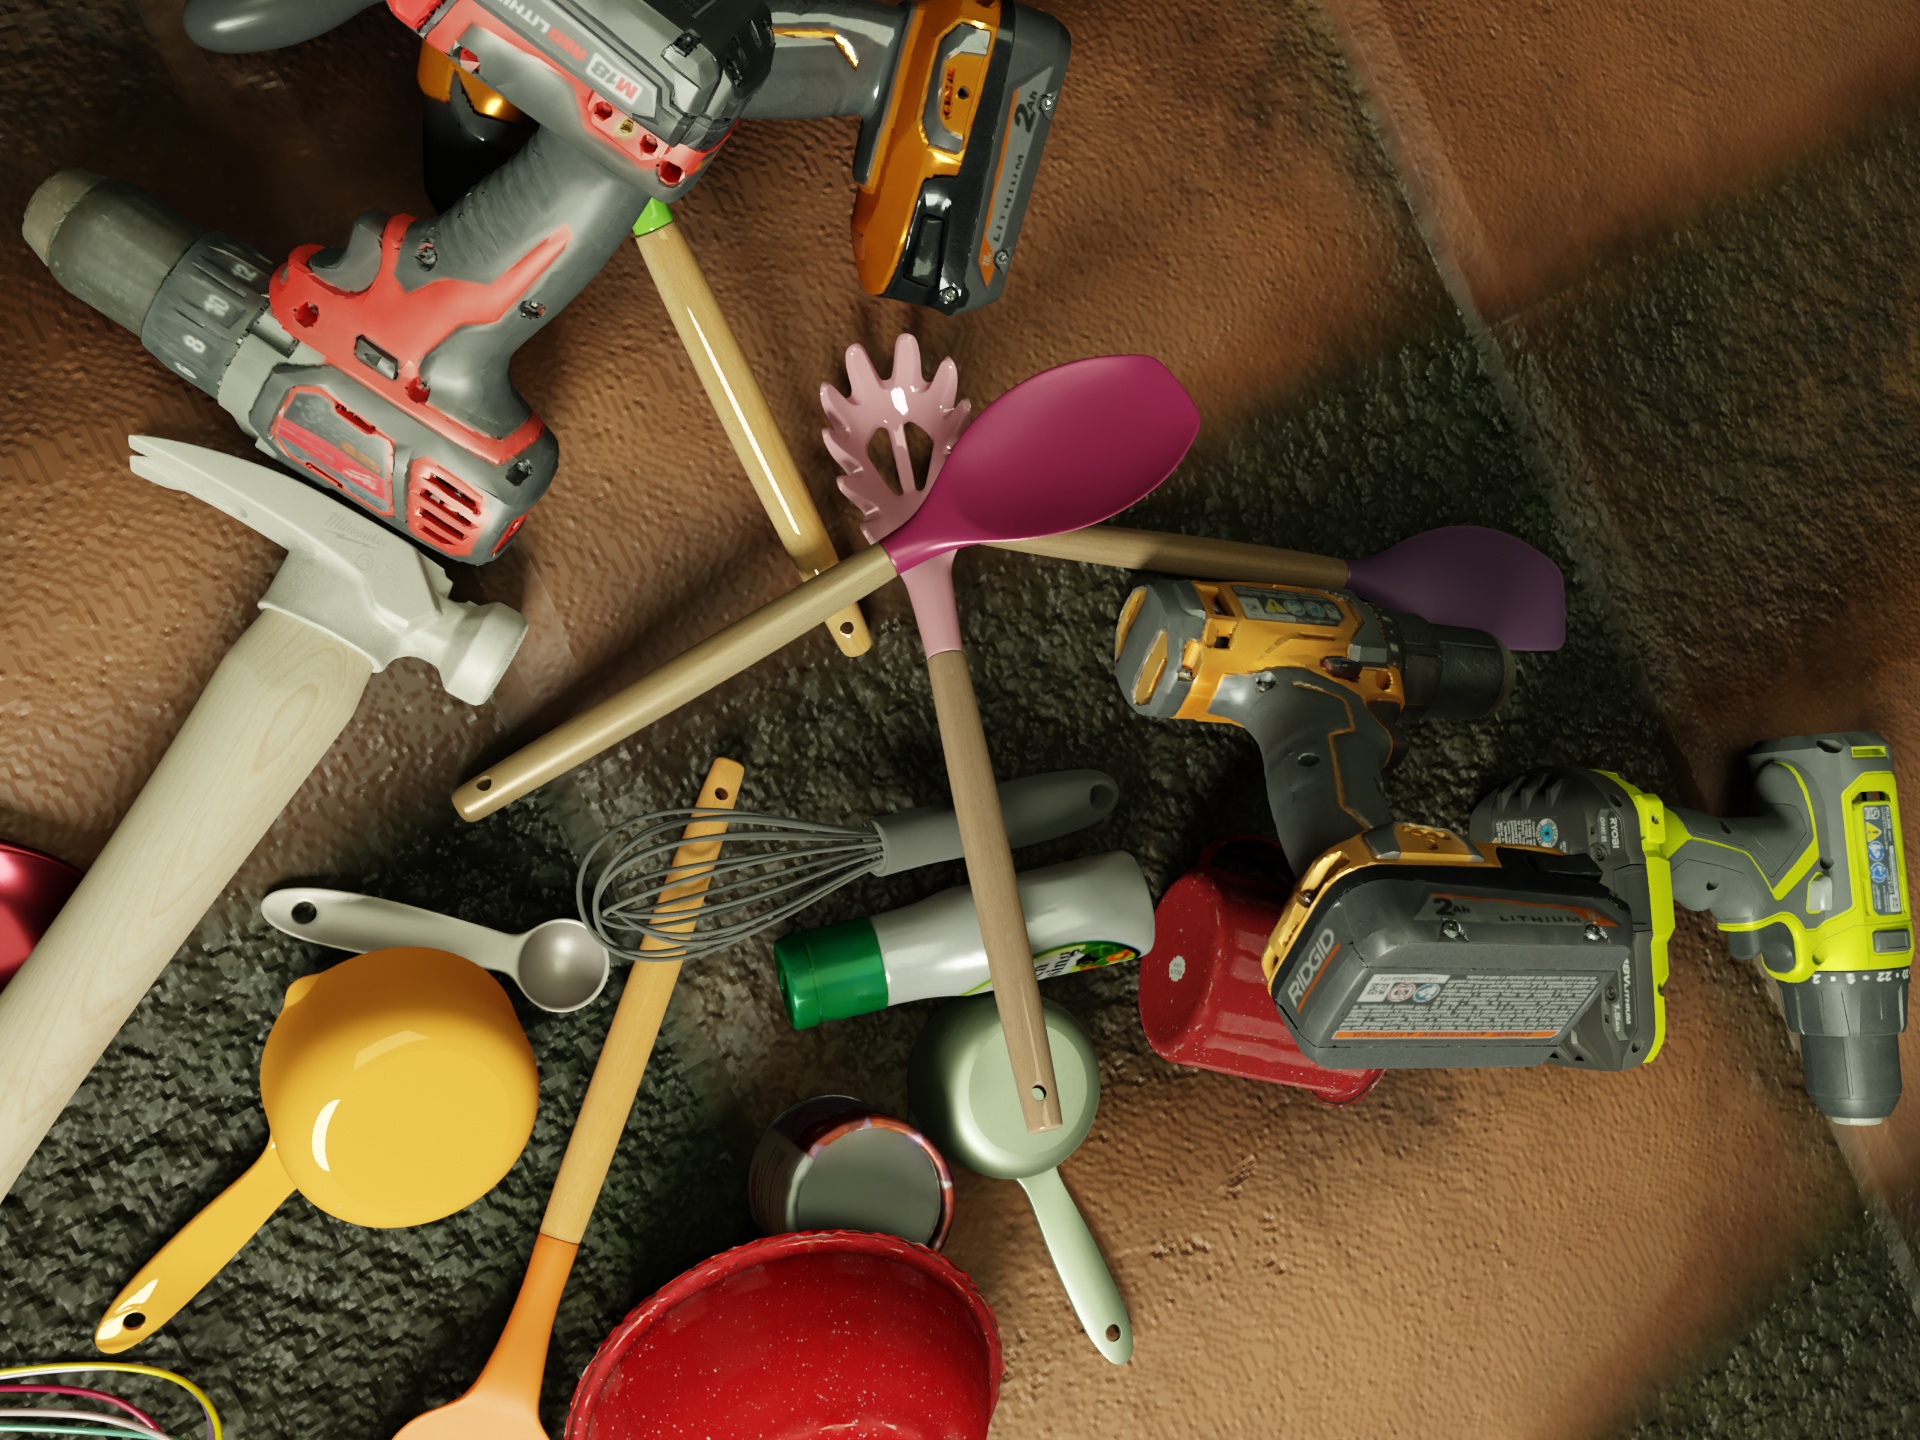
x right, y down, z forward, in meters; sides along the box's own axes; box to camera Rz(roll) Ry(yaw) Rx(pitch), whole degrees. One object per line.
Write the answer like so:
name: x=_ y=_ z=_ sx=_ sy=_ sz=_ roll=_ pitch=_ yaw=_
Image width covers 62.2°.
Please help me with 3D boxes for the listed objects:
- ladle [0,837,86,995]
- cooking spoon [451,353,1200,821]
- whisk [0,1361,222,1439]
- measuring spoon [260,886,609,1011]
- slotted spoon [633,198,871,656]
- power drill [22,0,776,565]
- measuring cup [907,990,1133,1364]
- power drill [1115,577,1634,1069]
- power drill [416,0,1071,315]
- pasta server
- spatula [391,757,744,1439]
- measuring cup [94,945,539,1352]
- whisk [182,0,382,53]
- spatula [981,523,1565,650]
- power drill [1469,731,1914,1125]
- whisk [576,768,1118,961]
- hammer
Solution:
ladle: x=-0.385 y=-0.014 z=0.510 sx=0.069 sy=0.031 sz=0.315 roll=-41 pitch=97 yaw=-27
cooking spoon: x=-0.050 y=-0.049 z=0.605 sx=0.319 sy=0.017 sz=0.069 roll=-31 pitch=71 yaw=-6
whisk: x=-0.358 y=0.221 z=0.486 sx=0.245 sy=0.051 sz=0.047 roll=10 pitch=86 yaw=-17
measuring spoon: x=-0.191 y=0.081 z=0.583 sx=0.124 sy=0.018 sz=0.034 roll=14 pitch=74 yaw=-12
slotted spoon: x=-0.098 y=-0.156 z=0.579 sx=0.070 sy=0.031 sz=0.313 roll=-22 pitch=117 yaw=4
power drill: x=-0.186 y=-0.175 z=0.517 sx=0.187 sy=0.226 sz=0.080 roll=34 pitch=33 yaw=-15
measuring cup: x=0.039 y=0.187 z=0.642 sx=0.083 sy=0.038 sz=0.167 roll=-25 pitch=91 yaw=-22
power drill: x=0.177 y=0.027 z=0.641 sx=0.185 sy=0.084 sz=0.226 roll=4 pitch=40 yaw=-19
power drill: x=-0.088 y=-0.227 z=0.607 sx=0.226 sy=0.084 sz=0.164 roll=10 pitch=111 yaw=-19
pasta server: x=-0.001 y=-0.002 z=0.612 sx=0.060 sy=0.040 sz=0.316 roll=-12 pitch=72 yaw=-1
spatula: x=-0.141 y=0.165 z=0.587 sx=0.081 sy=0.041 sz=0.323 roll=23 pitch=72 yaw=-15
measuring cup: x=-0.217 y=0.156 z=0.531 sx=0.173 sy=0.052 sz=0.095 roll=-45 pitch=122 yaw=-11
whisk: x=-0.160 y=-0.312 z=0.617 sx=0.284 sy=0.070 sz=0.070 roll=-26 pitch=94 yaw=-16
spatula: x=0.151 y=-0.071 z=0.726 sx=0.315 sy=0.018 sz=0.060 roll=4 pitch=81 yaw=-22
power drill: x=0.362 y=0.103 z=0.757 sx=0.228 sy=0.080 sz=0.190 roll=0 pitch=84 yaw=-24
whisk: x=-0.033 y=0.046 z=0.618 sx=0.239 sy=0.055 sz=0.055 roll=-10 pitch=88 yaw=-33
hammer: x=-0.294 y=0.099 z=0.488 sx=0.146 sy=0.038 sz=0.411 roll=30 pitch=64 yaw=-15
